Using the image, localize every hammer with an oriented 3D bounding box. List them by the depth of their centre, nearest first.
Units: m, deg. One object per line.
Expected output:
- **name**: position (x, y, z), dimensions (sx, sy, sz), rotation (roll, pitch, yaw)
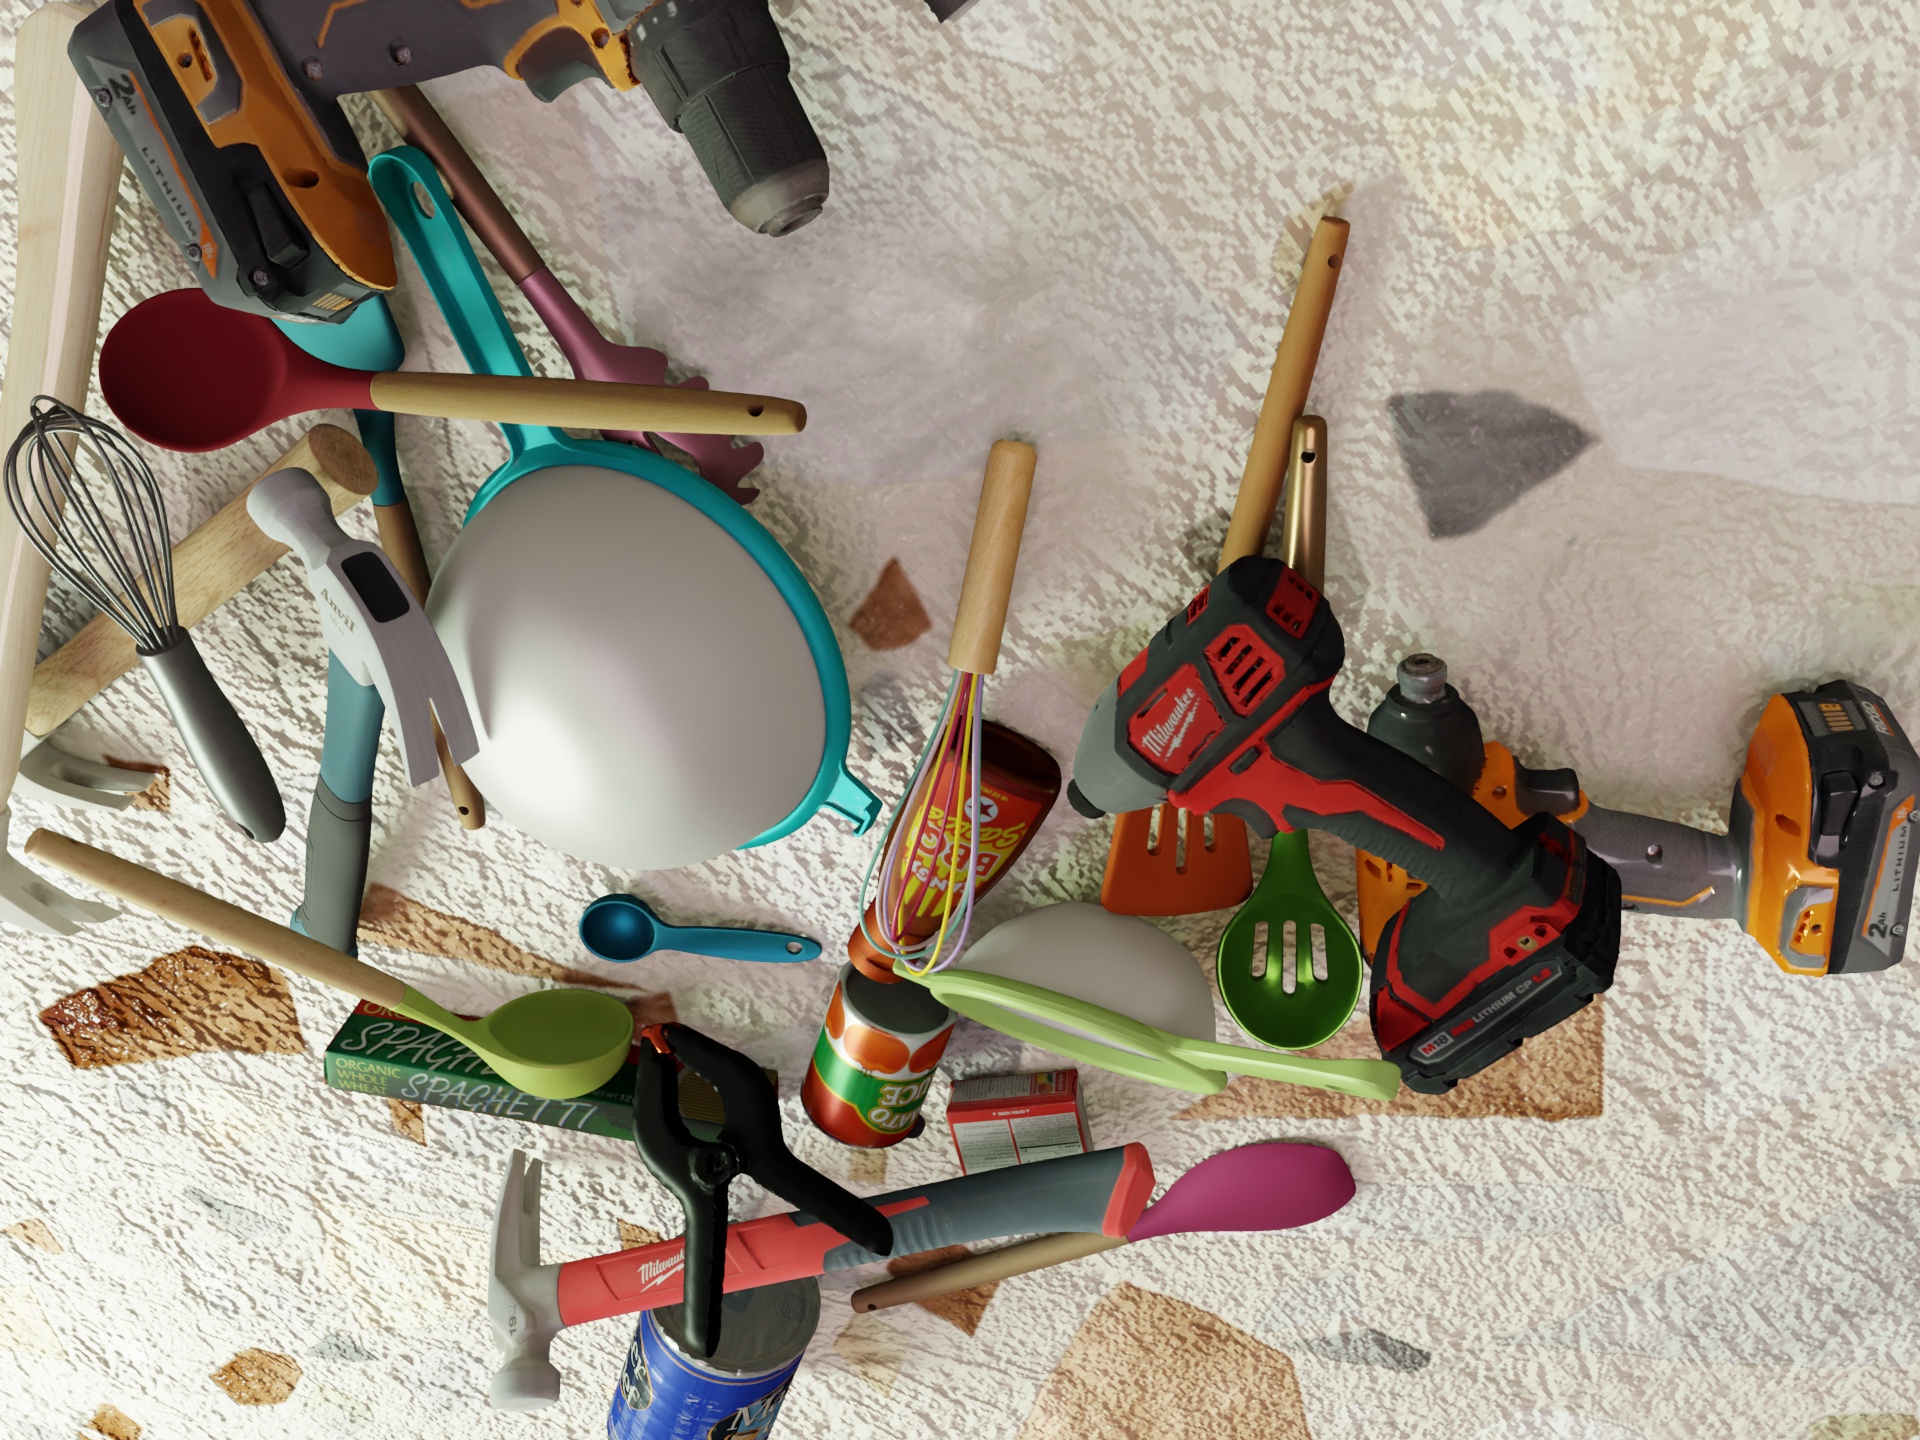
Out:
- **hammer**: position (-0.403, -0.097, 0.698), dimensions (0.146, 0.038, 0.410), rotation (28, 112, 12)
- **hammer**: position (-0.292, 0.034, 0.753), dimensions (0.128, 0.033, 0.330), rotation (48, 141, 13)
- **hammer**: position (-0.386, -0.047, 0.756), dimensions (0.331, 0.031, 0.130), rotation (-26, 117, 30)
- **hammer**: position (-0.085, 0.272, 0.877), dimensions (0.386, 0.143, 0.038), rotation (-16, 147, 13)

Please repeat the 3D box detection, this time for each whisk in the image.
- **whisk**: position (-0.345, -0.033, 0.694), dimensions (0.055, 0.055, 0.238), rotation (-1, 131, 9)
- **whisk**: position (-0.002, -0.003, 0.708), dimensions (0.051, 0.047, 0.245), rotation (12, 101, 4)

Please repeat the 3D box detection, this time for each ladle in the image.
- **ladle**: position (-0.202, -0.127, 0.611), dimensions (0.315, 0.031, 0.069), rotation (8, 85, 20)
- **ladle**: position (-0.289, 0.114, 0.772), dimensions (0.319, 0.078, 0.062), rotation (38, 84, -42)

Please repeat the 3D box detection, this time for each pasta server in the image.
- **pasta server**: position (-0.192, -0.209, 0.656), dimensions (0.060, 0.040, 0.316), rotation (-29, 109, 22)

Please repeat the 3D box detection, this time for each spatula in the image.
- **spatula**: position (0.124, -0.054, 0.695), dimensions (0.081, 0.041, 0.322), rotation (-1, 122, -19)
- **spatula**: position (-0.265, -0.074, 0.736), dimensions (0.082, 0.044, 0.317), rotation (3, 123, 12)

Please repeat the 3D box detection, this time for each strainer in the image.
- **strainer**: position (-0.182, -0.062, 0.670), dimensions (0.211, 0.095, 0.340), rotation (-5, 120, 33)
- **strainer**: position (0.098, 0.125, 0.738), dimensions (0.151, 0.069, 0.256), rotation (31, 160, -34)

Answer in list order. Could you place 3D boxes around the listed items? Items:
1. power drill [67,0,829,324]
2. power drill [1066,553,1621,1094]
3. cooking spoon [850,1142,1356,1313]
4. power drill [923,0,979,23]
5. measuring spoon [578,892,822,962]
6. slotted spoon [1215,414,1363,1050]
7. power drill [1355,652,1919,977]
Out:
- **power drill**: position (-0.172, -0.223, 0.571), dimensions (0.226, 0.084, 0.185), rotation (-28, 97, 6)
- **power drill**: position (0.153, 0.046, 0.667), dimensions (0.219, 0.078, 0.143), rotation (41, 126, -3)
- **cooking spoon**: position (0.075, 0.306, 0.932), dimensions (0.319, 0.017, 0.068), rotation (-21, 115, 19)
- **power drill**: position (0.012, -0.356, 0.510), dimensions (0.223, 0.080, 0.171), rotation (-31, 111, 28)
- **measuring spoon**: position (-0.138, 0.112, 0.850), dimensions (0.128, 0.021, 0.042), rotation (7, 121, -7)
- **slotted spoon**: position (0.152, 0.016, 0.715), dimensions (0.070, 0.031, 0.313), rotation (2, 119, 12)
- **power drill**: position (0.291, 0.040, 0.707), dimensions (0.226, 0.084, 0.164), rotation (-3, 120, 14)
